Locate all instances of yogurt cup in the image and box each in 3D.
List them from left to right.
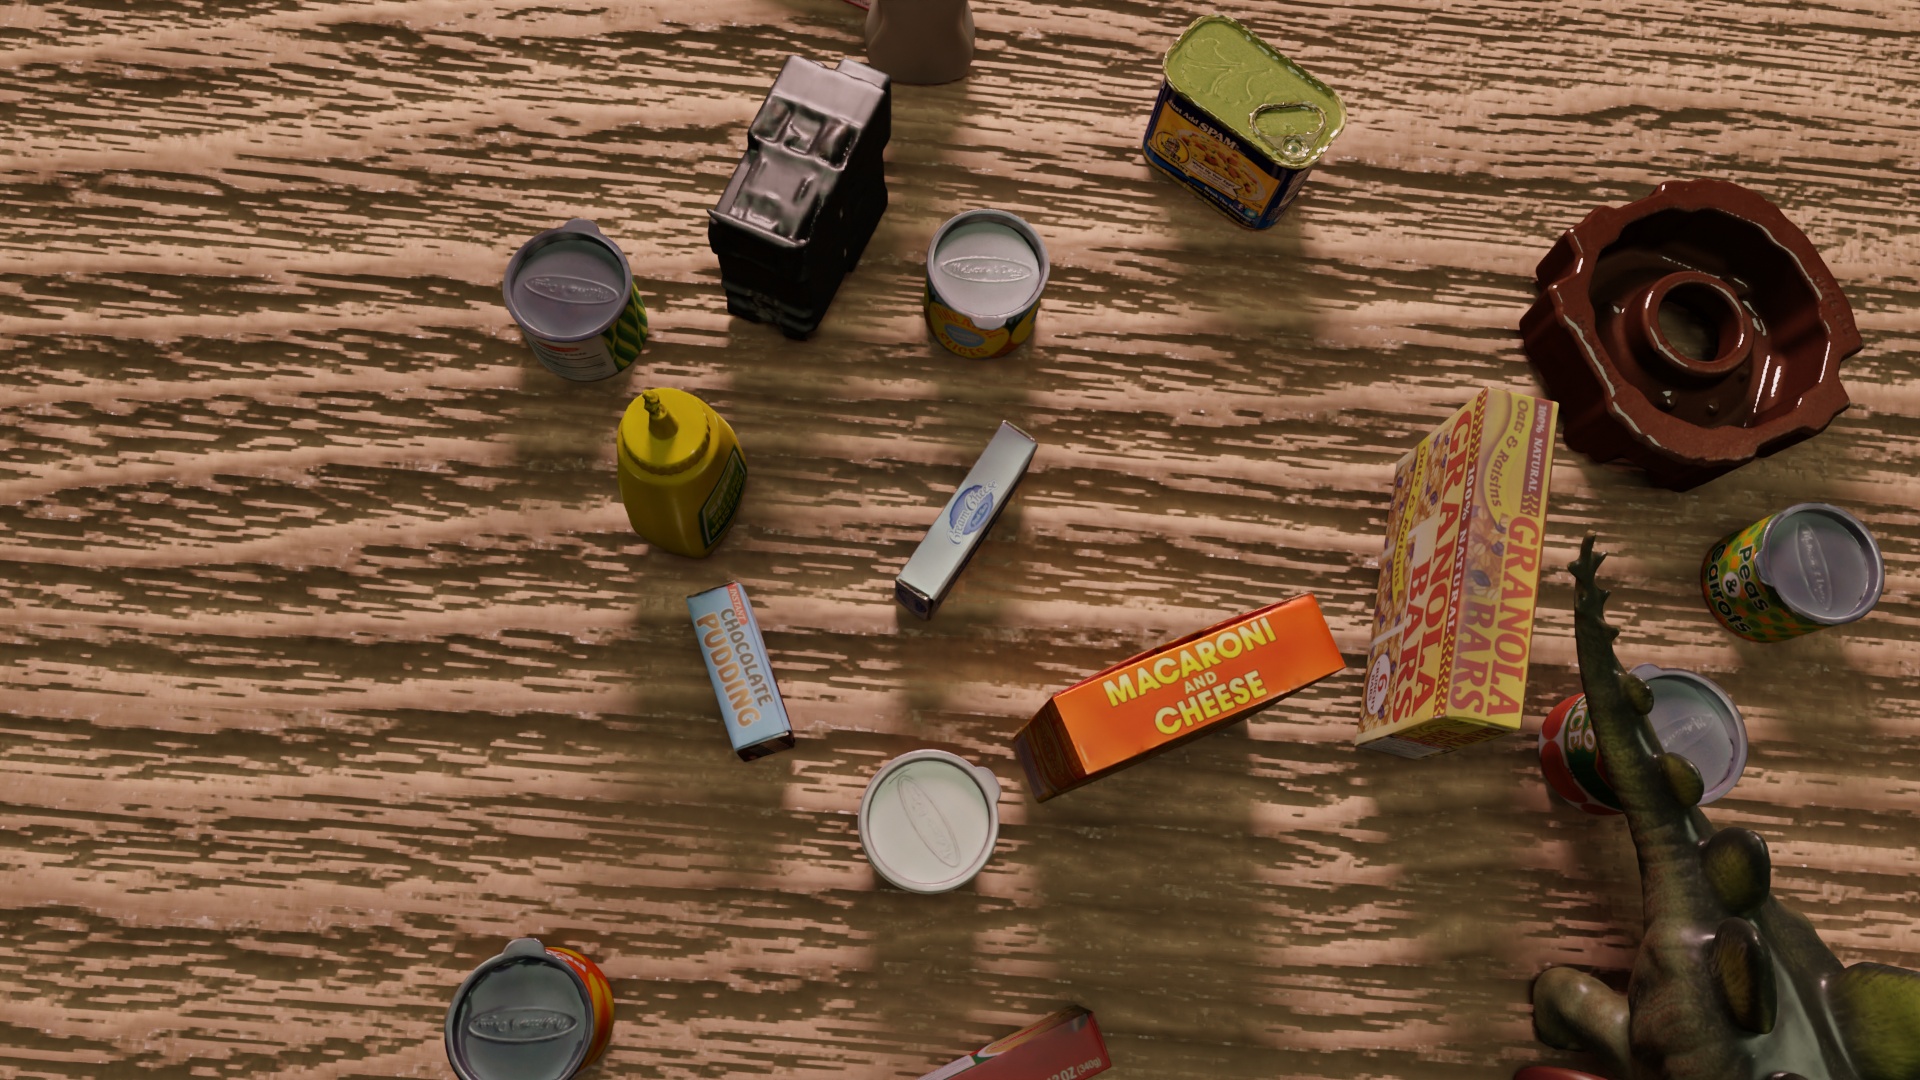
[{"bbox_3d":[-0.017,0.140,0.688,0.072,0.053,0.072,1,75,-3],"label":"yogurt cup"}]

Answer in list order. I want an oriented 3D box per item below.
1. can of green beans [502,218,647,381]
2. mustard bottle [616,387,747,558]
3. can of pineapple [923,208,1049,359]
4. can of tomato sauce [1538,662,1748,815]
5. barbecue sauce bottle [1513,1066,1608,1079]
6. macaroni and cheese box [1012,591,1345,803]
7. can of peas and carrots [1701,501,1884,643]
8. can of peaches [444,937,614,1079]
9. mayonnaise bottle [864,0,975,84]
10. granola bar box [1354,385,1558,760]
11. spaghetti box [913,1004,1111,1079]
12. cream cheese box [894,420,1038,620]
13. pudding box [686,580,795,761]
[{"bbox_3d":[-0.206,-0.126,0.748,0.071,0.057,0.071,1,75,-3],"label":"can of green beans"},{"bbox_3d":[-0.138,-0.037,0.675,0.049,0.159,0.065,23,75,3],"label":"mustard bottle"},{"bbox_3d":[0.012,-0.139,0.766,0.071,0.057,0.071,1,75,-3],"label":"can of pineapple"},{"bbox_3d":[0.343,0.103,0.707,0.071,0.083,0.071,1,75,-3],"label":"can of tomato sauce"},{"bbox_3d":[0.294,0.276,0.622,0.044,0.148,0.065,9,75,-1],"label":"barbecue sauce bottle"},{"bbox_3d":[0.094,0.078,0.655,0.124,0.166,0.040,-21,77,-9],"label":"macaroni and cheese box"},{"bbox_3d":[0.445,0.019,0.750,0.071,0.058,0.071,1,75,-3],"label":"can of peas and carrots"},{"bbox_3d":[-0.199,0.223,0.651,0.071,0.058,0.071,1,75,-3],"label":"can of peaches"},{"bbox_3d":[-0.021,-0.309,0.765,0.065,0.147,0.041,0,75,-4],"label":"mayonnaise bottle"},{"bbox_3d":[0.249,0.021,0.702,0.039,0.124,0.166,13,74,0],"label":"granola bar box"},{"bbox_3d":[-0.049,0.283,0.648,0.250,0.050,0.029,-22,77,-9],"label":"spaghetti box"},{"bbox_3d":[0.003,-0.009,0.732,0.024,0.053,0.104,32,75,5],"label":"cream cheese box"},{"bbox_3d":[-0.111,0.067,0.705,0.030,0.049,0.084,-19,77,-8],"label":"pudding box"}]
